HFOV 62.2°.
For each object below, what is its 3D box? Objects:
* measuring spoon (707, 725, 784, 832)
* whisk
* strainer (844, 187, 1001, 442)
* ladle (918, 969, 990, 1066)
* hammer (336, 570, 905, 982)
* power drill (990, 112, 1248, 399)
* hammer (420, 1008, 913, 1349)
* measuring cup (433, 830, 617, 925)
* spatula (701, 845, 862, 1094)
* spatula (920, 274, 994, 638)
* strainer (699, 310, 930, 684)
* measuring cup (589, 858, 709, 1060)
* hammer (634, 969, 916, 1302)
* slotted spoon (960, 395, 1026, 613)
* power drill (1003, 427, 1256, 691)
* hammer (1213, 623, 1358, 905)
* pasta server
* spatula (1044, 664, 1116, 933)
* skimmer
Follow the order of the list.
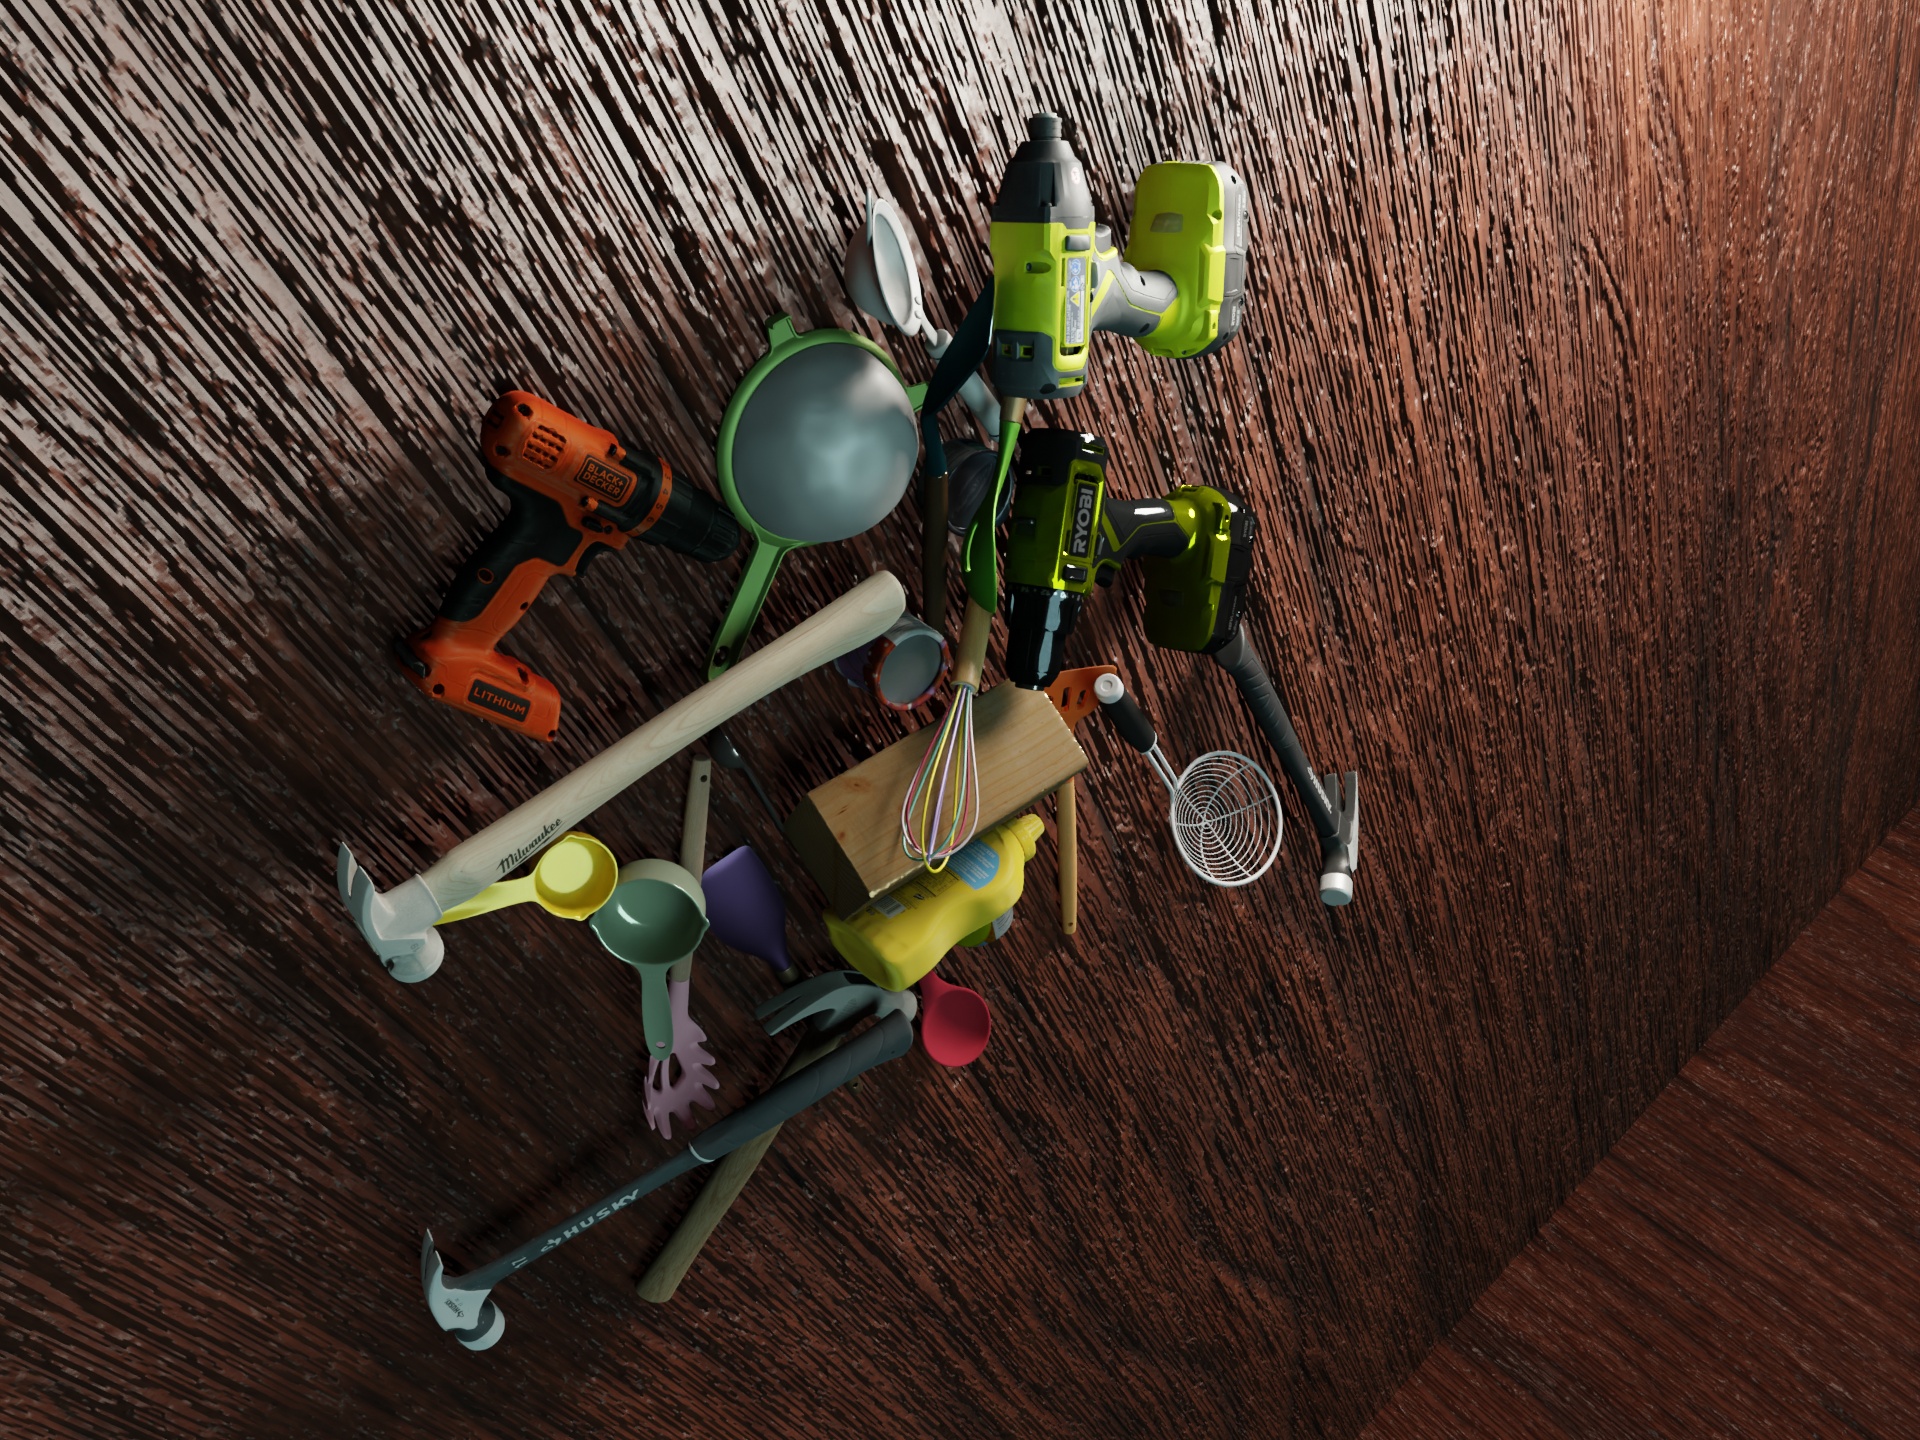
[{"bbox_3d":[-0.155,0.048,1.147,0.018,0.034,0.124,-33,139,-8],"label":"measuring spoon"},{"bbox_3d":[-0.002,-0.003,1.161,0.047,0.051,0.245,29,59,-31],"label":"whisk"},{"bbox_3d":[-0.020,-0.254,1.061,0.258,0.050,0.087,45,39,-51],"label":"strainer"},{"bbox_3d":[-0.044,0.194,1.342,0.069,0.031,0.315,-42,135,-17],"label":"ladle"},{"bbox_3d":[-0.201,0.013,1.017,0.410,0.038,0.146,-36,159,-22],"label":"hammer"},{"bbox_3d":[0.104,-0.313,1.065,0.223,0.080,0.171,-22,119,-48],"label":"power drill"},{"bbox_3d":[-0.216,0.334,1.211,0.409,0.036,0.149,-29,143,-15],"label":"hammer"},{"bbox_3d":[-0.307,0.111,1.055,0.156,0.029,0.062,-11,108,-22],"label":"measuring cup"},{"bbox_3d":[-0.136,0.213,1.277,0.060,0.018,0.315,-35,134,-14],"label":"spatula"},{"bbox_3d":[-0.006,-0.149,1.083,0.044,0.082,0.317,3,139,1],"label":"spatula"},{"bbox_3d":[-0.102,-0.127,1.048,0.151,0.069,0.256,15,103,-46],"label":"strainer"},{"bbox_3d":[-0.218,0.171,1.141,0.083,0.038,0.167,0,121,-3],"label":"measuring cup"},{"bbox_3d":[-0.171,0.342,1.301,0.130,0.031,0.331,25,102,-43],"label":"hammer"},{"bbox_3d":[0.038,-0.230,1.093,0.031,0.070,0.314,10,95,-6],"label":"slotted spoon"},{"bbox_3d":[0.123,-0.113,1.231,0.228,0.080,0.190,4,95,-43],"label":"power drill"},{"bbox_3d":[0.315,0.024,1.519,0.334,0.035,0.146,54,38,-38],"label":"hammer"},{"bbox_3d":[-0.202,0.171,1.175,0.060,0.040,0.316,-9,120,-36],"label":"pasta server"},{"bbox_3d":[0.092,0.074,1.376,0.081,0.041,0.322,-9,128,-6],"label":"spatula"},{"bbox_3d":[0.203,0.044,1.382,0.363,0.090,0.127,47,57,-60],"label":"skimmer"}]
